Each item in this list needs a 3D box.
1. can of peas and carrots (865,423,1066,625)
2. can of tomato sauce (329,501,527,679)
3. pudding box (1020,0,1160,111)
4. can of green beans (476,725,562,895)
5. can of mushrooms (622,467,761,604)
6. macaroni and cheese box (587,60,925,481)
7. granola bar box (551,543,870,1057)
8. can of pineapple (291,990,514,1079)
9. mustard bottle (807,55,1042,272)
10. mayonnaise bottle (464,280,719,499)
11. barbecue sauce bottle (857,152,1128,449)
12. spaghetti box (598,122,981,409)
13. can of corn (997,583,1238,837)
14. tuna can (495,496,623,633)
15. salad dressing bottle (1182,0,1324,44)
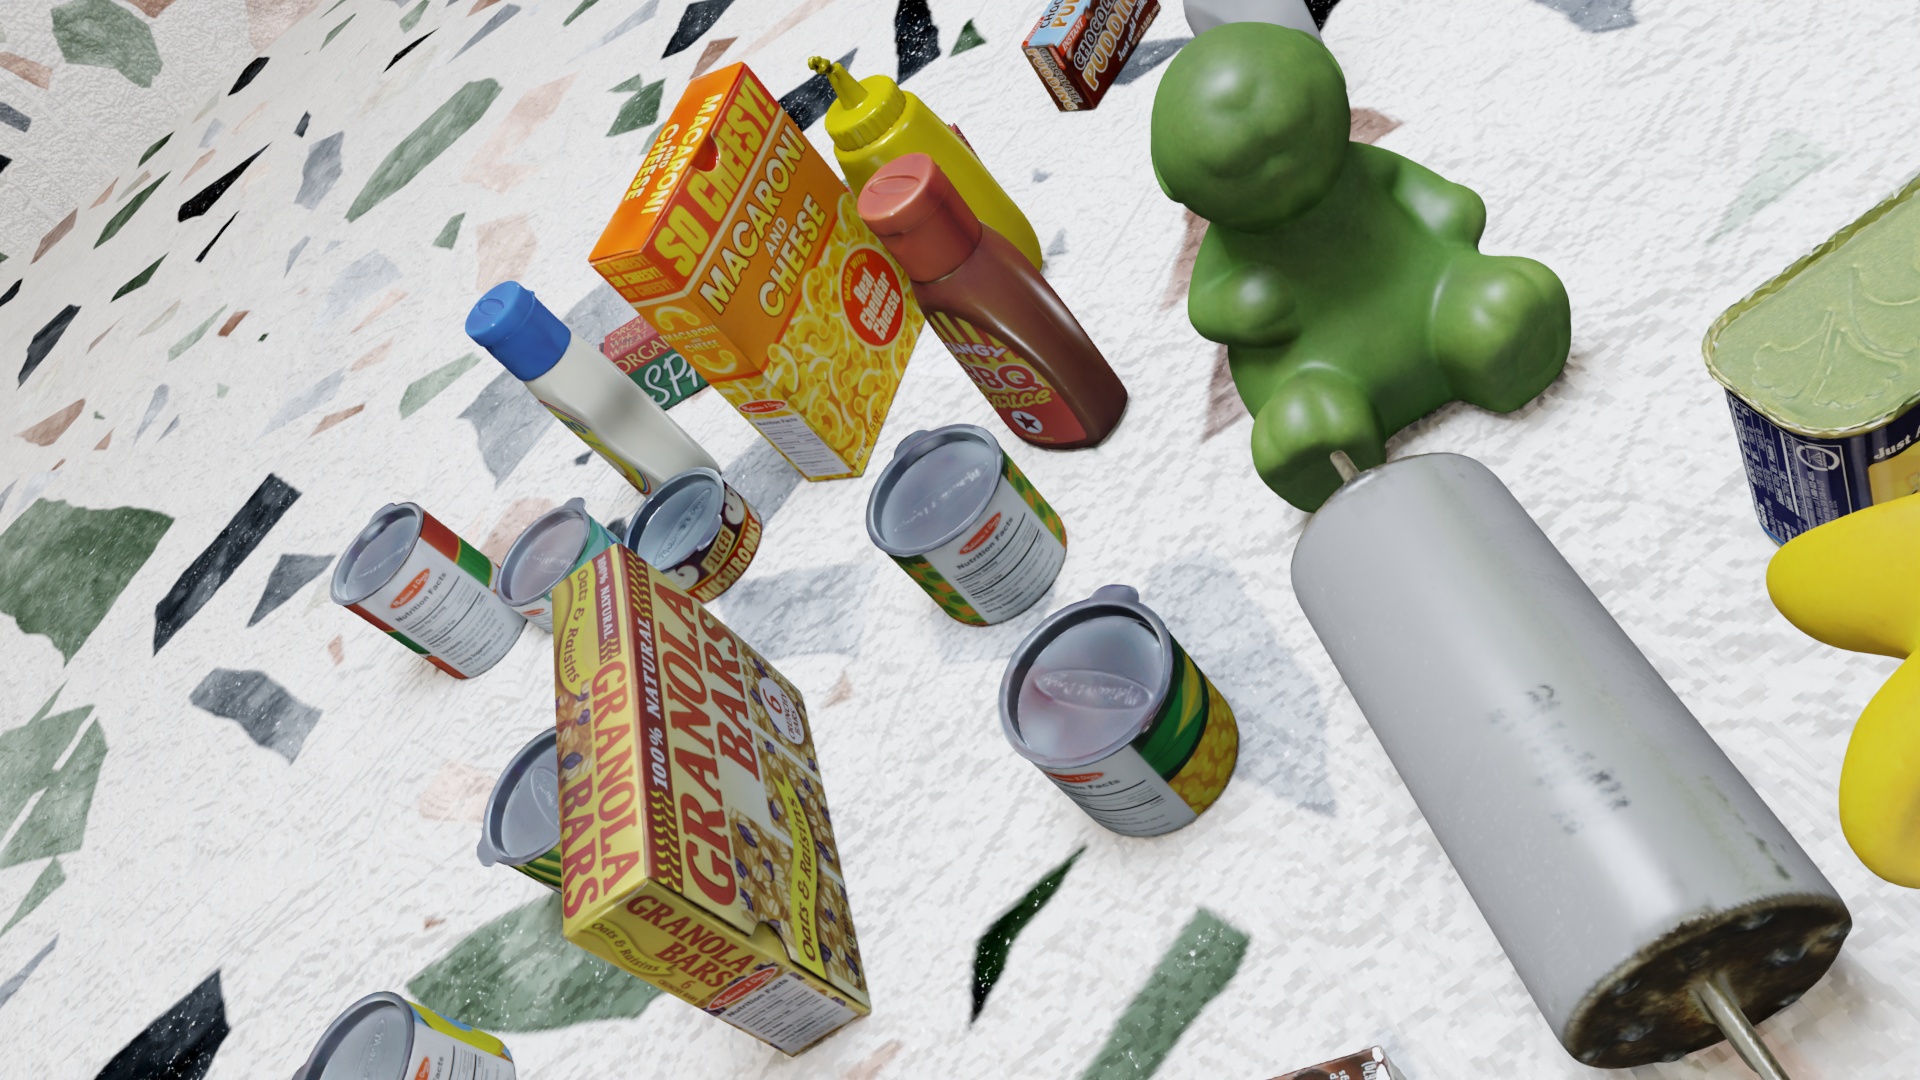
[{"bbox_3d":[0.002,-0.007,0.587,0.071,0.058,0.071,-21,45,23],"label":"can of peas and carrots"},{"bbox_3d":[-0.292,0.028,0.769,0.071,0.083,0.071,-21,45,23],"label":"can of tomato sauce"},{"bbox_3d":[0.073,-0.289,0.780,0.030,0.049,0.084,14,65,44],"label":"pudding box"},{"bbox_3d":[-0.163,0.122,0.607,0.071,0.057,0.071,-21,45,23],"label":"can of green beans"},{"bbox_3d":[-0.136,-0.001,0.709,0.071,0.033,0.071,-21,45,23],"label":"can of mushrooms"},{"bbox_3d":[-0.088,-0.127,0.678,0.040,0.166,0.124,-5,53,36],"label":"macaroni and cheese box"},{"bbox_3d":[-0.097,0.095,0.528,0.039,0.124,0.166,-33,42,11],"label":"granola bar box"},{"bbox_3d":[-0.228,0.226,0.568,0.071,0.057,0.071,-21,45,23],"label":"can of pineapple"},{"bbox_3d":[-0.021,-0.175,0.672,0.065,0.160,0.049,6,60,42],"label":"mustard bottle"},{"bbox_3d":[-0.193,-0.074,0.729,0.065,0.147,0.041,20,70,46],"label":"mayonnaise bottle"},{"bbox_3d":[0.012,-0.098,0.589,0.065,0.148,0.044,12,64,44],"label":"barbecue sauce bottle"},{"bbox_3d":[-0.095,-0.150,0.792,0.249,0.050,0.029,-27,43,17],"label":"spaghetti box"},{"bbox_3d":[0.057,0.060,0.487,0.071,0.058,0.071,-21,45,23],"label":"can of corn"},{"bbox_3d":[-0.217,0.014,0.761,0.071,0.032,0.071,-21,45,23],"label":"tuna can"},{"bbox_3d":[0.124,-0.257,0.638,0.044,0.147,0.064,-46,41,-3],"label":"salad dressing bottle"}]
